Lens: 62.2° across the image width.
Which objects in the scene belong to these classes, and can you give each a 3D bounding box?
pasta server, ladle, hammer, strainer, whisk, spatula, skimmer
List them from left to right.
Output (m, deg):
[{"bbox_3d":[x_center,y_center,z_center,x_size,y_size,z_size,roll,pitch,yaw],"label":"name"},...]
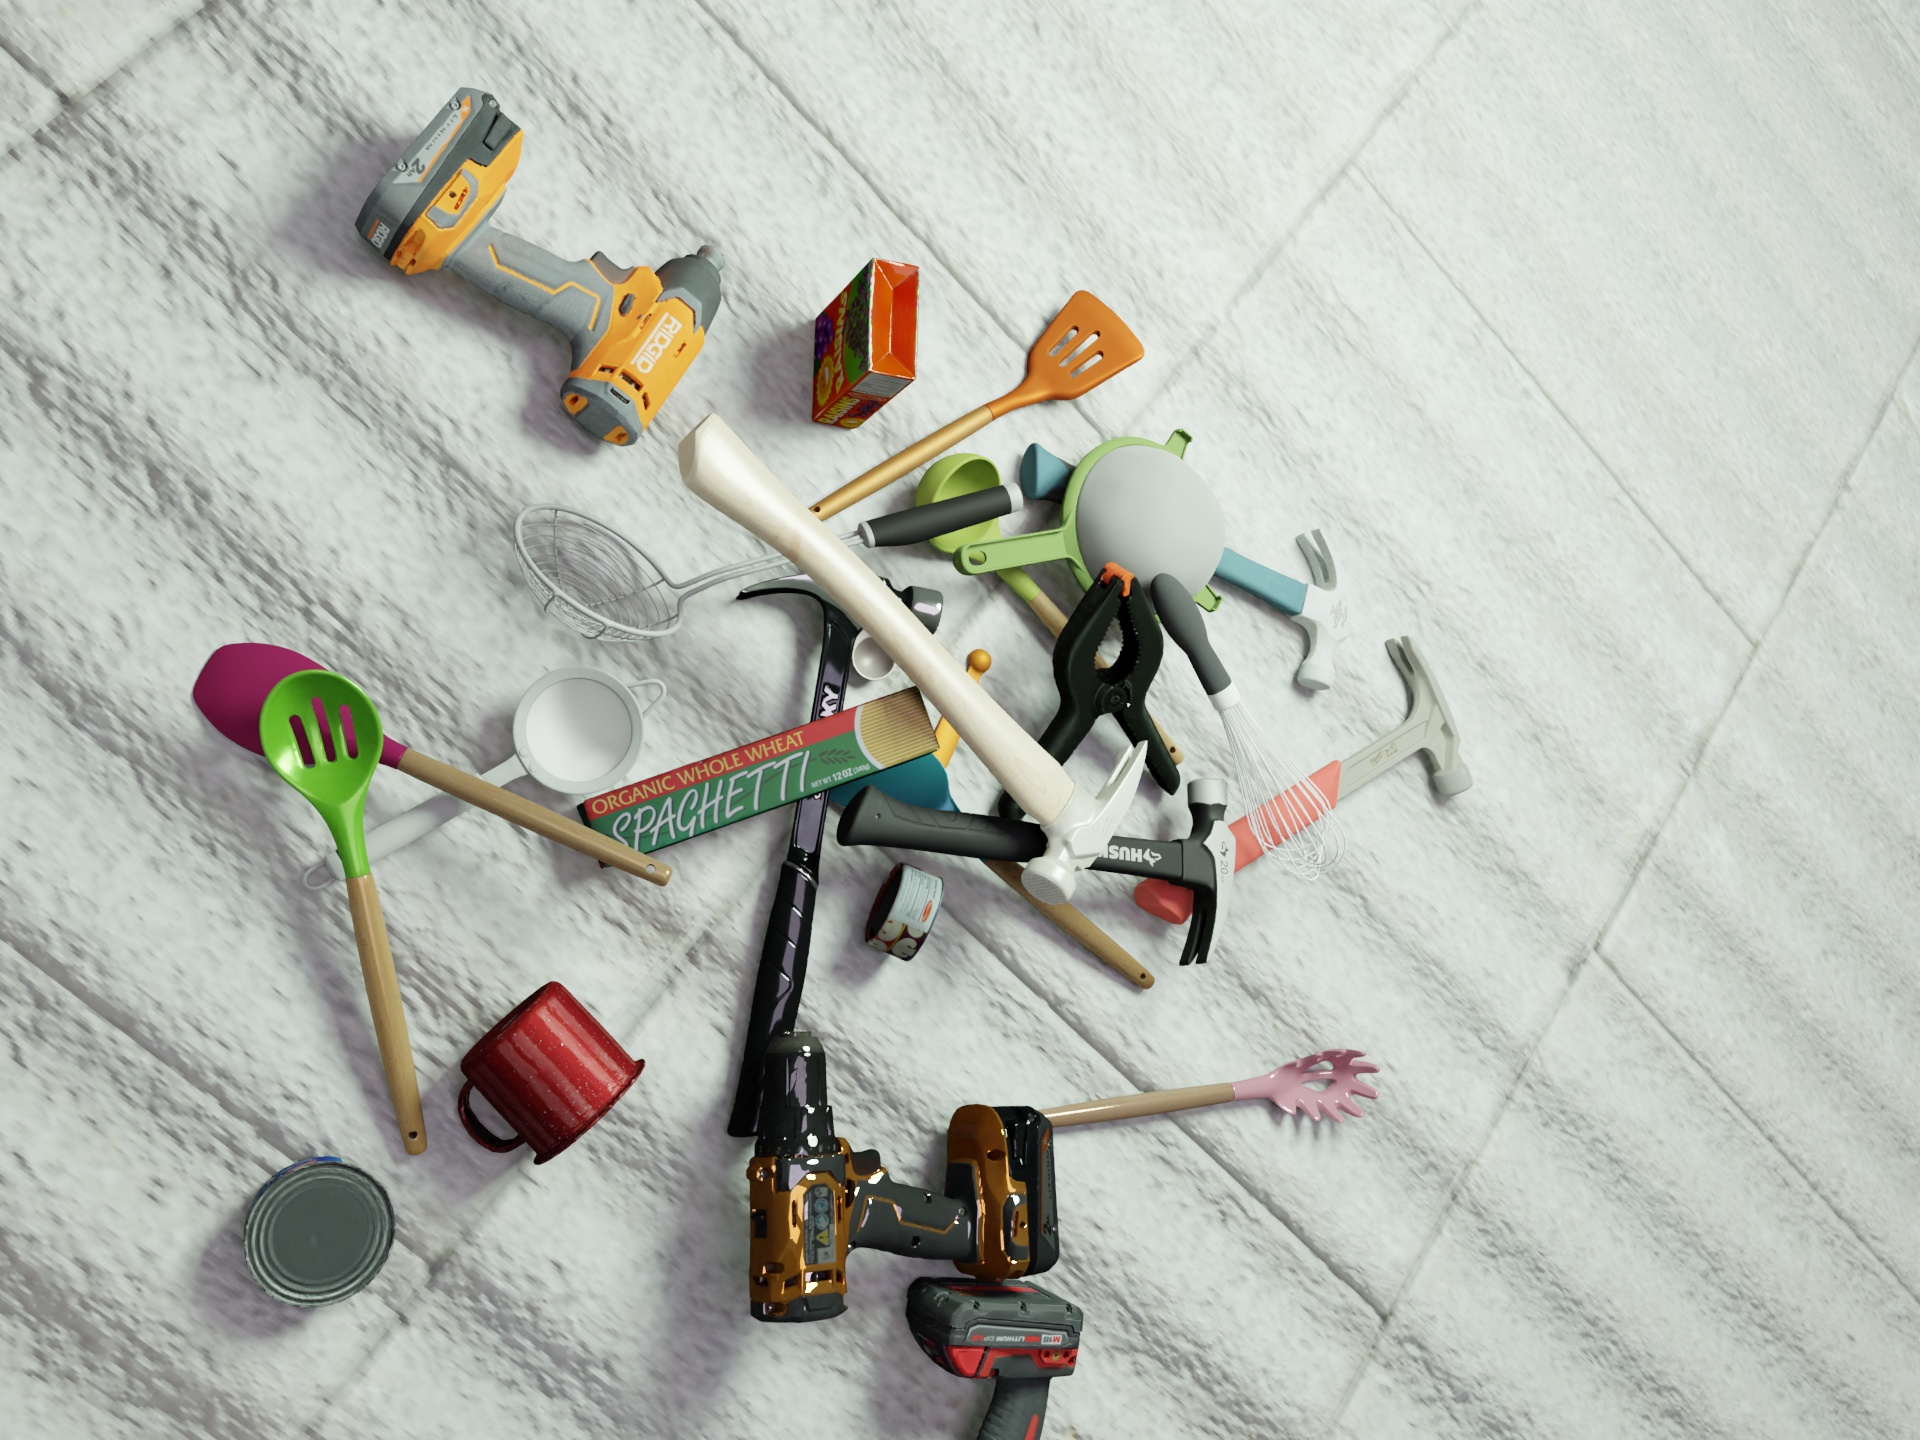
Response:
[{"bbox_3d":[-0.312,0.039,1.048,0.258,0.050,0.087,-31,100,-21],"label":"strainer"},{"bbox_3d":[-0.122,-0.135,1.106,0.363,0.090,0.127,-17,51,-17],"label":"skimmer"},{"bbox_3d":[-0.116,0.089,1.132,0.149,0.036,0.409,11,80,-12],"label":"hammer"},{"bbox_3d":[-0.030,-0.058,1.100,0.410,0.038,0.146,46,58,-18],"label":"hammer"},{"bbox_3d":[0.004,-0.234,1.239,0.322,0.041,0.081,-35,75,-24],"label":"spatula"},{"bbox_3d":[0.035,0.114,1.217,0.317,0.044,0.082,41,75,-22],"label":"spatula"},{"bbox_3d":[0.064,0.098,1.175,0.334,0.035,0.146,9,73,-28],"label":"hammer"},{"bbox_3d":[0.079,-0.079,1.248,0.078,0.062,0.320,-47,107,-14],"label":"ladle"},{"bbox_3d":[0.114,-0.142,1.214,0.256,0.069,0.151,-13,94,-34],"label":"strainer"},{"bbox_3d":[0.192,-0.143,1.324,0.330,0.033,0.128,23,74,-22],"label":"hammer"},{"bbox_3d":[0.195,0.300,1.262,0.316,0.040,0.060,-1,94,-25],"label":"pasta server"},{"bbox_3d":[0.220,0.007,1.239,0.070,0.070,0.284,-39,108,-25],"label":"whisk"},{"bbox_3d":[0.286,0.061,1.340,0.359,0.037,0.149,-27,95,-27],"label":"hammer"}]

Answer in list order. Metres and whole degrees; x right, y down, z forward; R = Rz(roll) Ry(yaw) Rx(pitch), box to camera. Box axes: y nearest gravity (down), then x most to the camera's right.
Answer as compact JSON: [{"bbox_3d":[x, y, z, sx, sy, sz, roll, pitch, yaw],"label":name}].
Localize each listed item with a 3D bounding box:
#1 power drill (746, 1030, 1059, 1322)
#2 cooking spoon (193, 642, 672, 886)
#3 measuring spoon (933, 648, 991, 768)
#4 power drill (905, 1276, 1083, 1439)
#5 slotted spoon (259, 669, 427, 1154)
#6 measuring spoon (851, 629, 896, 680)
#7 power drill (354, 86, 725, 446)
[{"bbox_3d":[-0.044,0.308,1.101,0.226,0.084,0.185,6,74,-35],"label":"power drill"},{"bbox_3d":[-0.332,0.035,1.015,0.319,0.017,0.069,25,74,-7],"label":"cooking spoon"},{"bbox_3d":[-0.002,-0.004,1.221,0.021,0.011,0.117,30,72,-20],"label":"measuring spoon"},{"bbox_3d":[-0.008,0.515,1.114,0.187,0.080,0.227,11,81,-24],"label":"power drill"},{"bbox_3d":[-0.373,0.122,0.993,0.070,0.031,0.313,-12,97,-15],"label":"slotted spoon"},{"bbox_3d":[-0.089,-0.084,1.191,0.034,0.018,0.124,-31,91,-17],"label":"measuring spoon"},{"bbox_3d":[-0.274,-0.319,1.094,0.226,0.084,0.164,38,68,-21],"label":"power drill"}]
